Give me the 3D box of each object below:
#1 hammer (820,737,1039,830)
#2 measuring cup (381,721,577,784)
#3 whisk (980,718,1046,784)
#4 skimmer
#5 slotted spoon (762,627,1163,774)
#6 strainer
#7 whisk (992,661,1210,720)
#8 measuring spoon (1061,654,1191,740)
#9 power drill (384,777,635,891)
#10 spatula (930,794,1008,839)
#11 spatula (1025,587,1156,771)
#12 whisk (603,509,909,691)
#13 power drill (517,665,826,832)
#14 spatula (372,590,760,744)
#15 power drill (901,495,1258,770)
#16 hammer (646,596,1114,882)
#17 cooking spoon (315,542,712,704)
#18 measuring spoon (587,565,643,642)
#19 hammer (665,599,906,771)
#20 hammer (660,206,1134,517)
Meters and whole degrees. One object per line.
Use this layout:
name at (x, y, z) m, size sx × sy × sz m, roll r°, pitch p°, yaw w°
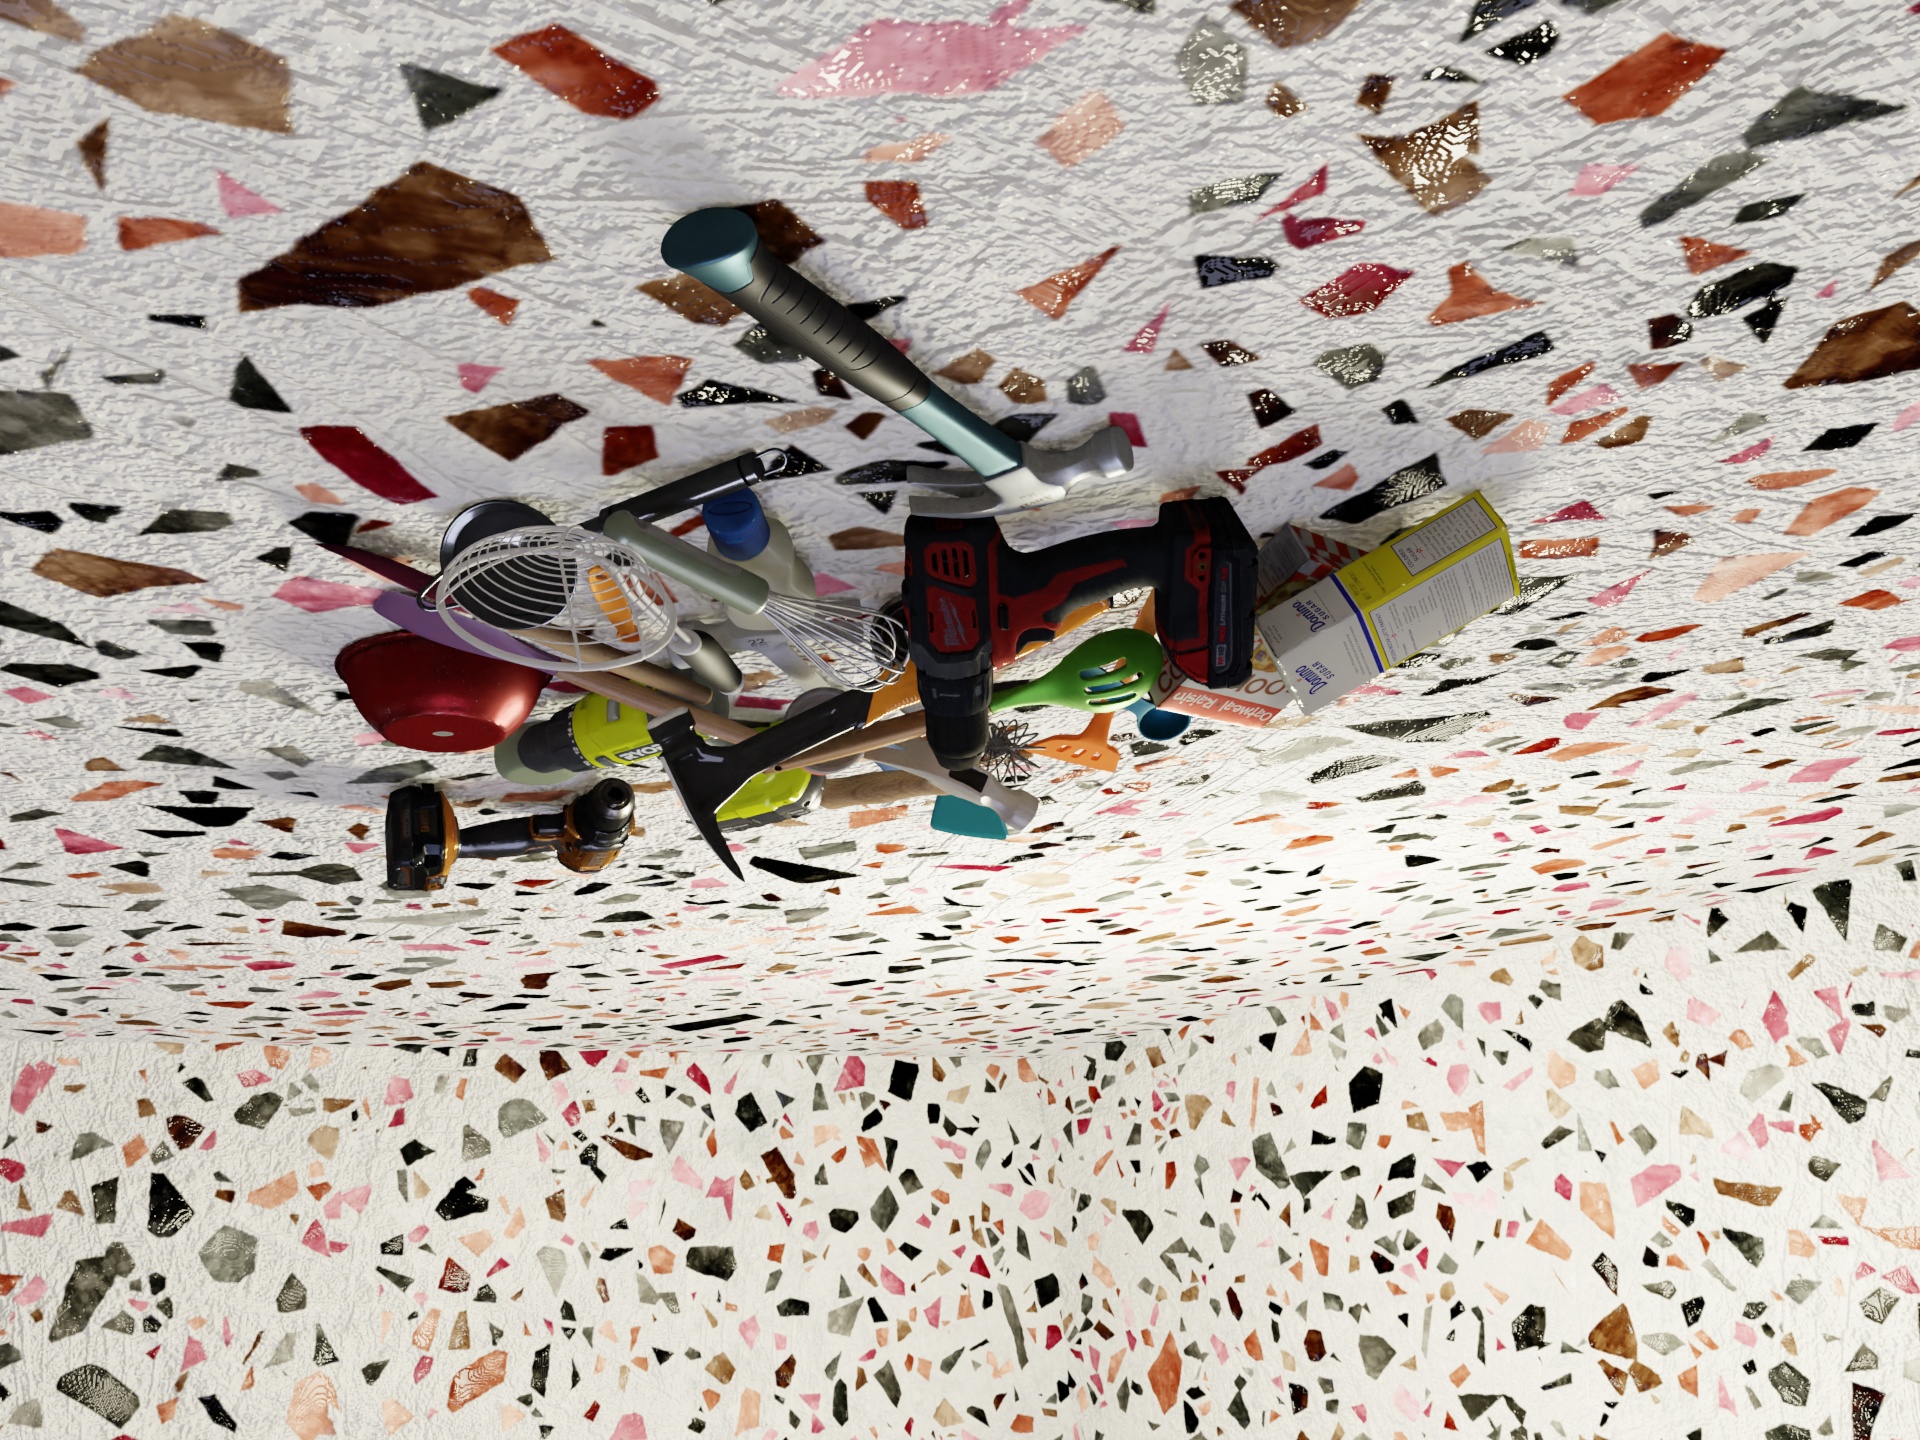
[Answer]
hammer at (-0.061, 0.055, 1.357) m, size 0.130 × 0.031 × 0.331 m, roll 31°, pitch 164°, yaw -19°
measuring cup at (-0.409, 0.032, 1.366) m, size 0.167 × 0.038 × 0.083 m, roll -1°, pitch 161°, yaw -18°
whisk at (0.033, 0.019, 1.346) m, size 0.055 × 0.055 × 0.239 m, roll -3°, pitch -176°, yaw -5°
skimmer at (-0.202, -0.039, 0.990) m, size 0.127 × 0.090 × 0.363 m, roll 22°, pitch 172°, yaw 11°
slotted spoon at (-0.002, -0.004, 1.175) m, size 0.314 × 0.031 × 0.070 m, roll -15°, pitch 127°, yaw 11°
strainer at (-0.219, -0.120, 0.979) m, size 0.258 × 0.050 × 0.086 m, roll -17°, pitch 115°, yaw 18°
whisk at (0.098, -0.028, 1.314) m, size 0.284 × 0.070 × 0.070 m, roll -4°, pitch 162°, yaw 13°
measuring spoon at (0.123, -0.024, 1.202) m, size 0.128 × 0.021 × 0.042 m, roll 30°, pitch 124°, yaw -31°
power drill at (-0.423, 0.102, 1.512) m, size 0.226 × 0.084 × 0.185 m, roll -2°, pitch 161°, yaw -23°
spatula at (-0.002, 0.046, 1.509) m, size 0.082 × 0.044 × 0.317 m, roll 8°, pitch 161°, yaw 8°
spatula at (0.125, -0.043, 1.221) m, size 0.081 × 0.041 × 0.322 m, roll 14°, pitch 142°, yaw -6°
whisk at (-0.122, -0.075, 1.004) m, size 0.246 × 0.058 × 0.059 m, roll 26°, pitch 110°, yaw -42°
power drill at (-0.239, 0.028, 1.348) m, size 0.190 × 0.080 × 0.228 m, roll -15°, pitch 156°, yaw 26°
spatula at (-0.273, -0.030, 1.169) m, size 0.315 × 0.018 × 0.060 m, roll 22°, pitch 153°, yaw -27°
power drill at (0.075, -0.058, 1.056) m, size 0.226 × 0.080 × 0.187 m, roll -4°, pitch 120°, yaw -3°
hammer at (-0.041, -0.015, 1.116) m, size 0.337 × 0.127 × 0.034 m, roll -27°, pitch -170°, yaw -8°
cooking spoon at (-0.294, -0.063, 1.098) m, size 0.069 × 0.017 × 0.318 m, roll 21°, pitch 177°, yaw 44°
measuring spoon at (-0.244, -0.084, 1.127) m, size 0.021 × 0.011 × 0.116 m, roll -5°, pitch 157°, yaw -1°
hammer at (-0.096, -0.011, 1.332) m, size 0.144 × 0.035 × 0.405 m, roll -9°, pitch 161°, yaw 13°
hammer at (-0.034, -0.183, 0.856) m, size 0.128 × 0.033 × 0.330 m, roll -17°, pitch 158°, yaw 28°
